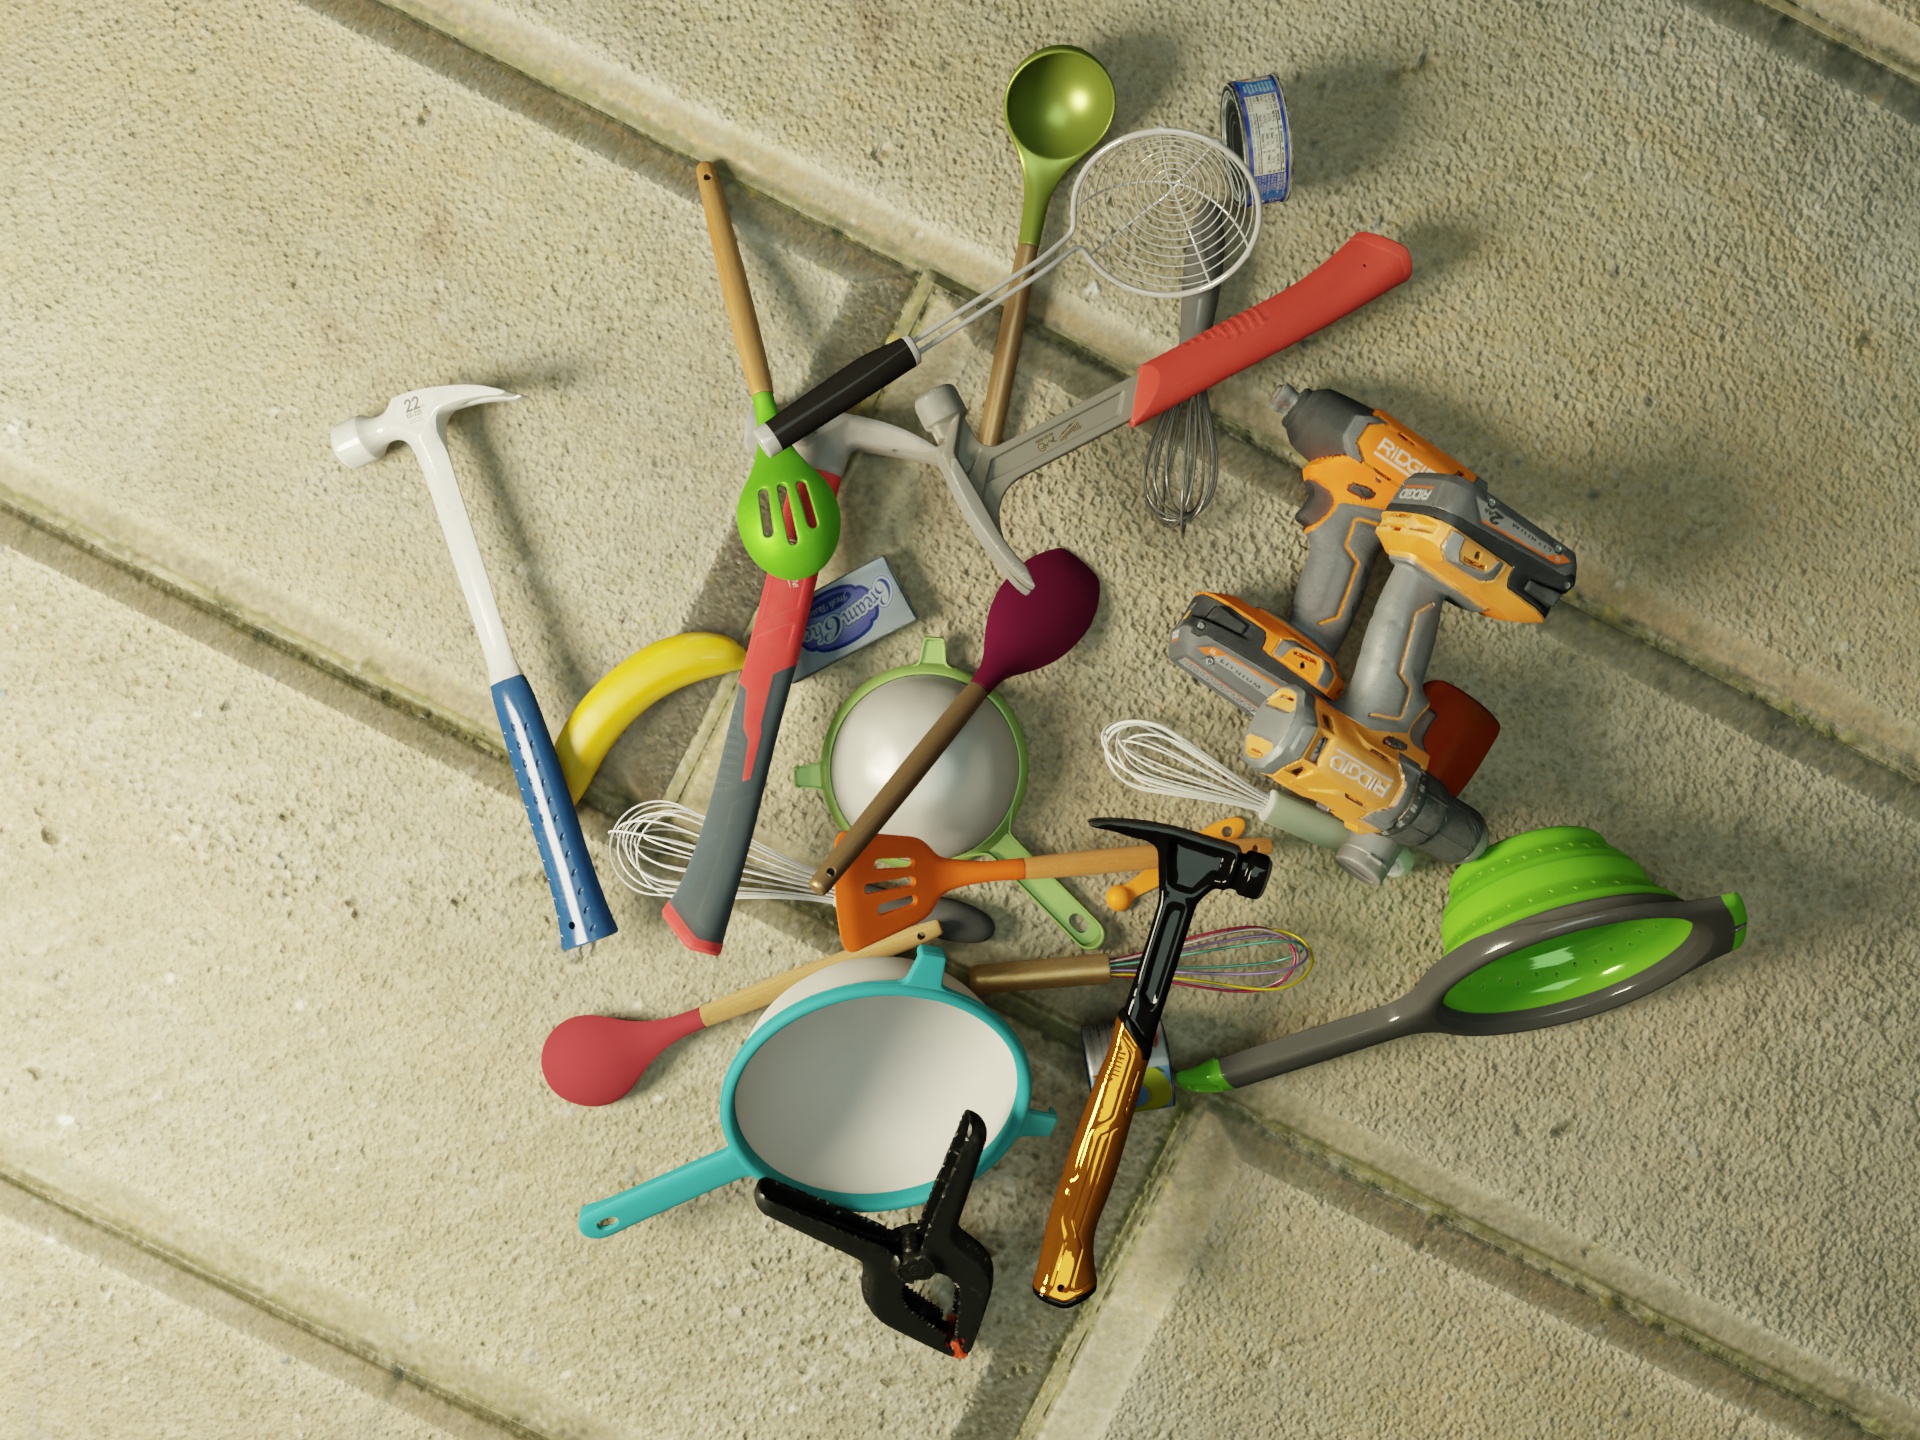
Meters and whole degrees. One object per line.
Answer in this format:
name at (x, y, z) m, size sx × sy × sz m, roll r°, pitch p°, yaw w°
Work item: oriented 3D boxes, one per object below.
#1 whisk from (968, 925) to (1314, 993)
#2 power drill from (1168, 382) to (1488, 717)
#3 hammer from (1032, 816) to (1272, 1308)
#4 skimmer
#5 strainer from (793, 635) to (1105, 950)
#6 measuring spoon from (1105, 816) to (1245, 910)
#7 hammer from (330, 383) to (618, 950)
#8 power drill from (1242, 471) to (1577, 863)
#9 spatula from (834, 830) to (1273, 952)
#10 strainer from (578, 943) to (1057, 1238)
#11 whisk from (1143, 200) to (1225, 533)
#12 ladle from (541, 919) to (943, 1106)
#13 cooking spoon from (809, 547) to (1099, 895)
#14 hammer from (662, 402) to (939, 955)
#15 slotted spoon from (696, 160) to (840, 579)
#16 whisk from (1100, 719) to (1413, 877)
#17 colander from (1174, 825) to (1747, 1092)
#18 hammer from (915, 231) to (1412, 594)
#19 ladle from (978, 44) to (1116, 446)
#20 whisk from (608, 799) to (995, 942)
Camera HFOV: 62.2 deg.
whisk at (0.128, 0.176, 1.129) m, size 0.245 × 0.051 × 0.047 m, roll -5°, pitch 75°, yaw 3°
power drill at (0.242, -0.118, 1.116) m, size 0.164 × 0.084 × 0.226 m, roll 35°, pitch 87°, yaw -1°
hammer at (0.103, 0.234, 1.081) m, size 0.127 × 0.034 × 0.337 m, roll 16°, pitch 93°, yaw -1°
skimmer at (0.029, -0.270, 1.059) m, size 0.363 × 0.090 × 0.127 m, roll -34°, pitch 132°, yaw -6°
strainer at (0.012, 0.074, 1.124) m, size 0.151 × 0.069 × 0.256 m, roll -45°, pitch 93°, yaw 1°
measuring spoon at (0.157, 0.104, 1.155) m, size 0.117 × 0.011 × 0.021 m, roll -32°, pitch 92°, yaw 1°
hammer at (-0.315, -0.040, 1.111) m, size 0.144 × 0.035 × 0.405 m, roll -19°, pitch 89°, yaw 15°
power drill at (0.314, -0.026, 1.052) m, size 0.185 × 0.084 × 0.226 m, roll 29°, pitch 91°, yaw -18°
spatula at (0.069, 0.102, 1.099) m, size 0.322 × 0.041 × 0.081 m, roll -4°, pitch 92°, yaw -14°
strainer at (-0.117, 0.263, 1.116) m, size 0.340 × 0.095 × 0.210 m, roll -26°, pitch 122°, yaw 10°
whisk at (0.166, -0.251, 1.130) m, size 0.055 × 0.055 × 0.239 m, roll 7°, pitch 87°, yaw 0°
ladle at (-0.159, 0.203, 1.135) m, size 0.315 × 0.031 × 0.069 m, roll -22°, pitch 95°, yaw 5°
cooking spoon at (-0.002, -0.003, 1.084) m, size 0.069 × 0.017 × 0.319 m, roll 40°, pitch 65°, yaw -3°
hammer at (-0.118, -0.027, 1.097) m, size 0.143 × 0.038 × 0.386 m, roll 12°, pitch 80°, yaw 4°
slotted spoon at (-0.145, -0.249, 1.104) m, size 0.070 × 0.031 × 0.314 m, roll -14°, pitch 78°, yaw -4°
whisk at (0.213, 0.057, 1.141) m, size 0.246 × 0.059 × 0.057 m, roll 23°, pitch 128°, yaw -5°
colander at (0.330, 0.165, 1.117) m, size 0.397 × 0.204 × 0.095 m, roll -22°, pitch 57°, yaw 16°
hammer at (0.156, -0.229, 1.084) m, size 0.359 × 0.036 × 0.149 m, roll -28°, pitch 88°, yaw -9°
ladle at (0.044, -0.310, 1.120) m, size 0.078 × 0.062 × 0.320 m, roll 11°, pitch 95°, yaw -8°
whisk at (-0.112, 0.116, 1.137) m, size 0.284 × 0.070 × 0.070 m, roll 15°, pitch 92°, yaw -6°
